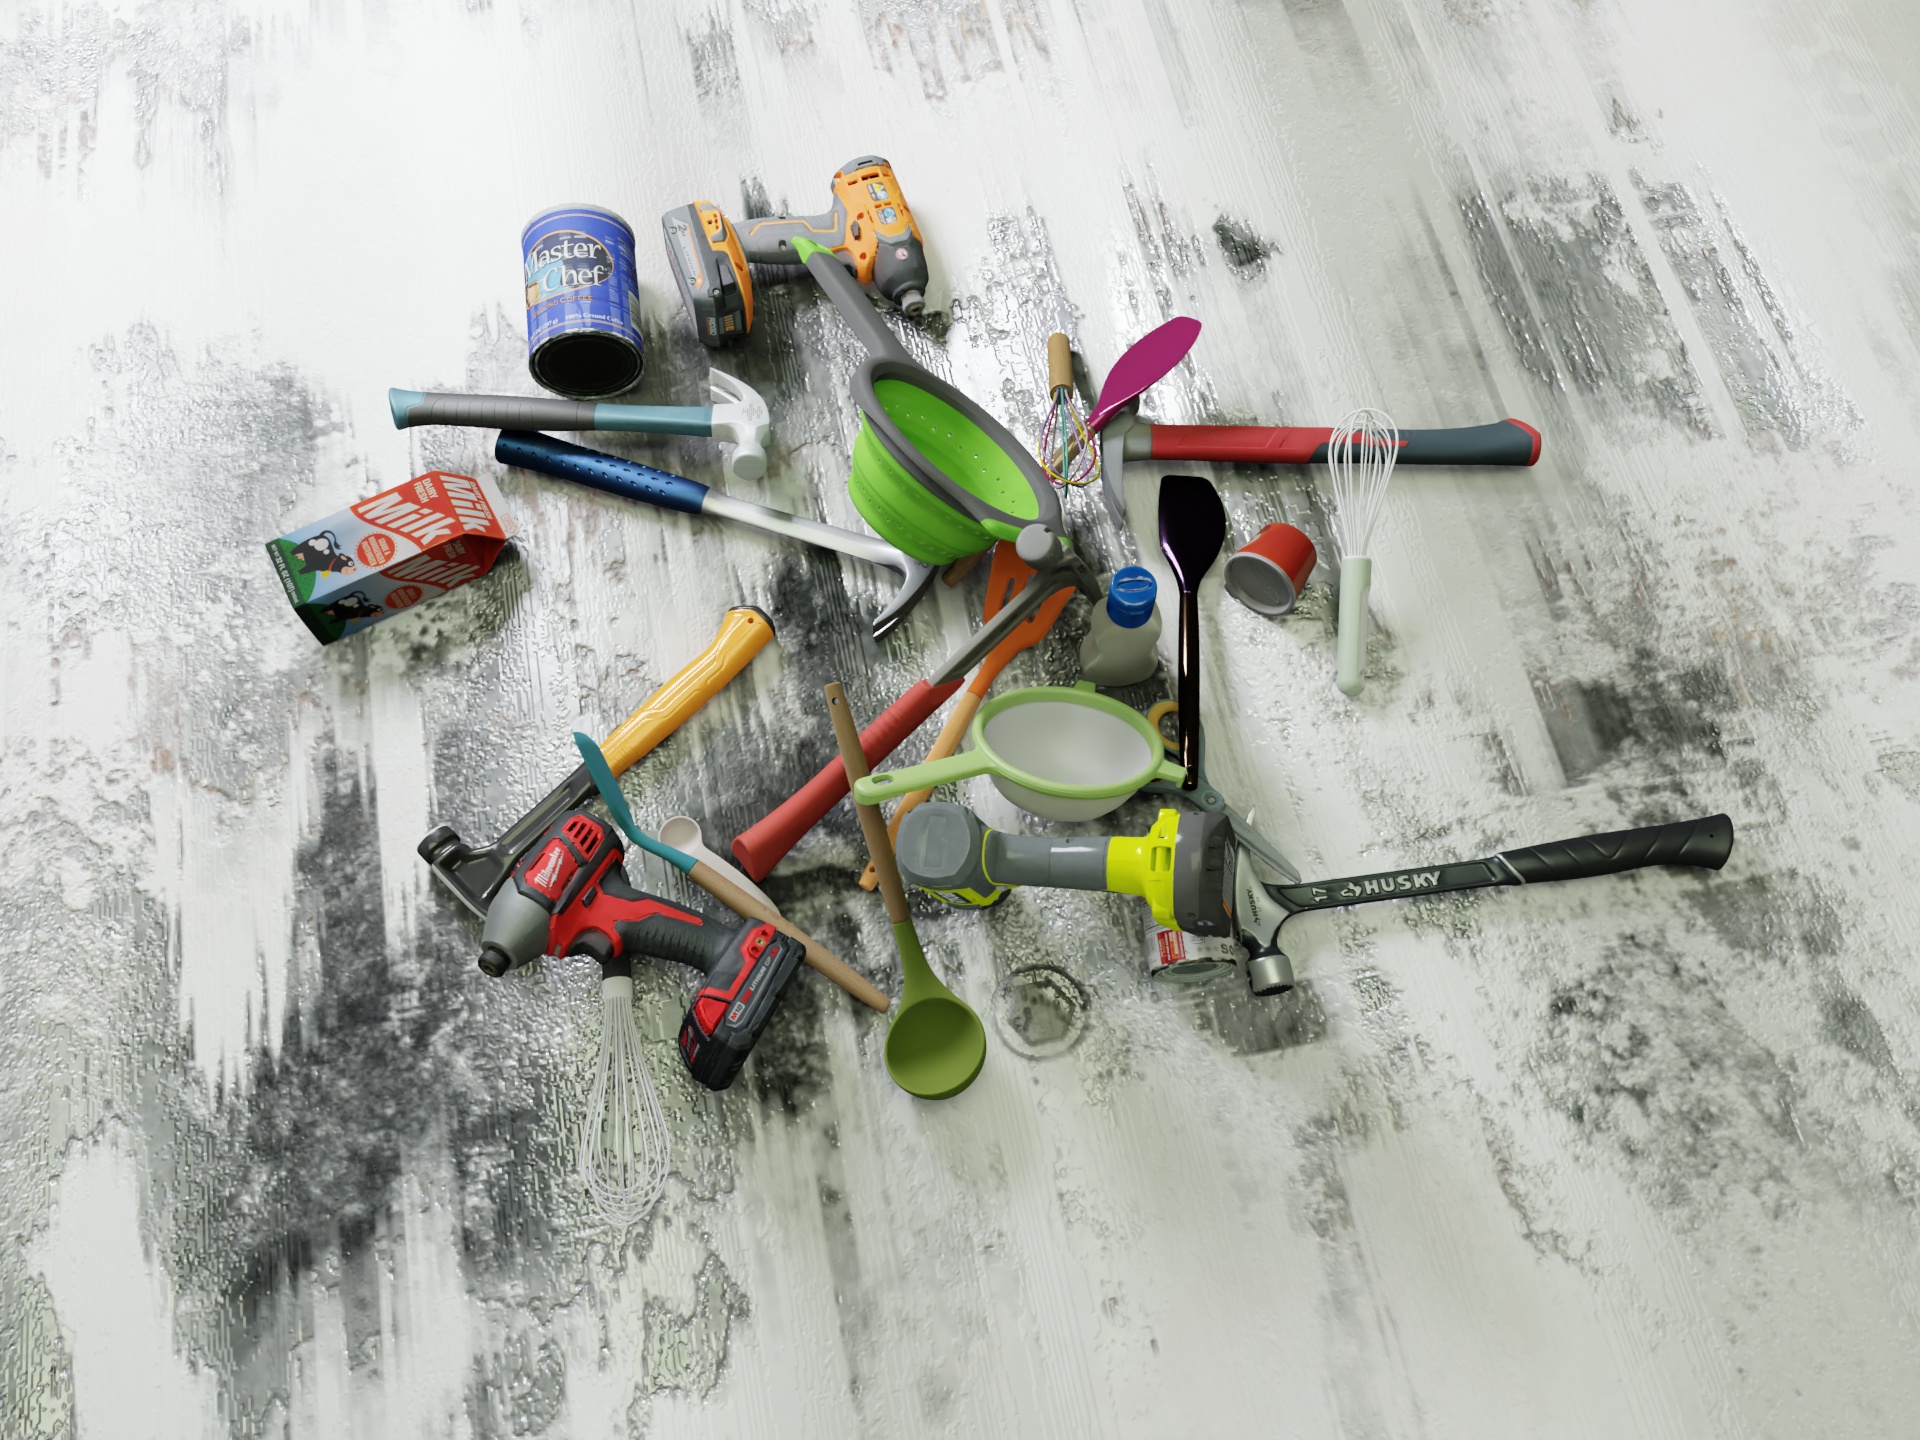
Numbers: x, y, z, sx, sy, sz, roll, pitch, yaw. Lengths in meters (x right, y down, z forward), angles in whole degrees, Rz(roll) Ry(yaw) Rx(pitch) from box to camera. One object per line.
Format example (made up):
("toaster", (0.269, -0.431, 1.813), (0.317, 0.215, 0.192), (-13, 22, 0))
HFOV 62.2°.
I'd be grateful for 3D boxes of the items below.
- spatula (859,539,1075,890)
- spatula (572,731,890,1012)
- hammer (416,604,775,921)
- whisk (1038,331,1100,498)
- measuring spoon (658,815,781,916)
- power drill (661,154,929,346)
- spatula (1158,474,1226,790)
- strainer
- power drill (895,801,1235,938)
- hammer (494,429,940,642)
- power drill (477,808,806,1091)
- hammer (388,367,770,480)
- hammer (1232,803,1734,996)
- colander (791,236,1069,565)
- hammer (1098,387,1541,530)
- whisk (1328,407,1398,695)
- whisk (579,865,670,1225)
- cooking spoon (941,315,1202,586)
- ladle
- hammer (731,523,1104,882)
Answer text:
("spatula", (-0.002, -0.004, 1.305), (0.081, 0.041, 0.323), (23, 70, 17))
("spatula", (-0.179, 0.120, 1.226), (0.317, 0.082, 0.044), (36, 85, 0))
("hammer", (-0.273, 0.031, 1.293), (0.127, 0.034, 0.337), (40, 73, 16))
("whisk", (0.091, -0.269, 1.374), (0.047, 0.051, 0.245), (-10, 40, 9))
("measuring spoon", (-0.190, 0.123, 1.268), (0.124, 0.018, 0.034), (40, 72, 8))
("power drill", (-0.144, -0.421, 1.462), (0.226, 0.084, 0.164), (-18, 70, -11))
("spatula", (0.194, -0.082, 1.335), (0.060, 0.018, 0.316), (5, 59, 1))
("strainer", (0.034, 0.049, 1.225), (0.256, 0.069, 0.152), (-13, 37, -26))
("power drill", (0.081, 0.110, 1.157), (0.228, 0.190, 0.080), (2, 76, 14))
("hammer", (-0.213, -0.184, 1.383), (0.405, 0.035, 0.144), (17, 68, 7))
("power drill", (-0.239, 0.171, 1.173), (0.219, 0.078, 0.143), (30, 48, 1))
("hammer", (-0.331, -0.264, 1.385), (0.331, 0.033, 0.128), (2, 44, -4))
("hammer", (0.413, 0.116, 1.259), (0.409, 0.036, 0.149), (-8, 66, -4))
("colander", (-0.063, -0.255, 1.332), (0.094, 0.204, 0.397), (-48, 59, 26))
("hammer", (0.316, -0.229, 1.396), (0.386, 0.038, 0.143), (1, 60, -1))
("whisk", (0.334, -0.143, 1.335), (0.059, 0.057, 0.246), (1, 84, 30))
("whisk", (-0.256, 0.234, 1.198), (0.070, 0.070, 0.285), (-7, 63, -3))
("cooking spoon", (0.095, -0.235, 1.380), (0.319, 0.017, 0.069), (-47, 39, -4))
("ladle", (-0.053, 0.126, 1.187), (0.078, 0.062, 0.320), (-16, 90, 4))
("hammer", (-0.037, -0.004, 1.256), (0.359, 0.149, 0.037), (-43, 65, 4))
